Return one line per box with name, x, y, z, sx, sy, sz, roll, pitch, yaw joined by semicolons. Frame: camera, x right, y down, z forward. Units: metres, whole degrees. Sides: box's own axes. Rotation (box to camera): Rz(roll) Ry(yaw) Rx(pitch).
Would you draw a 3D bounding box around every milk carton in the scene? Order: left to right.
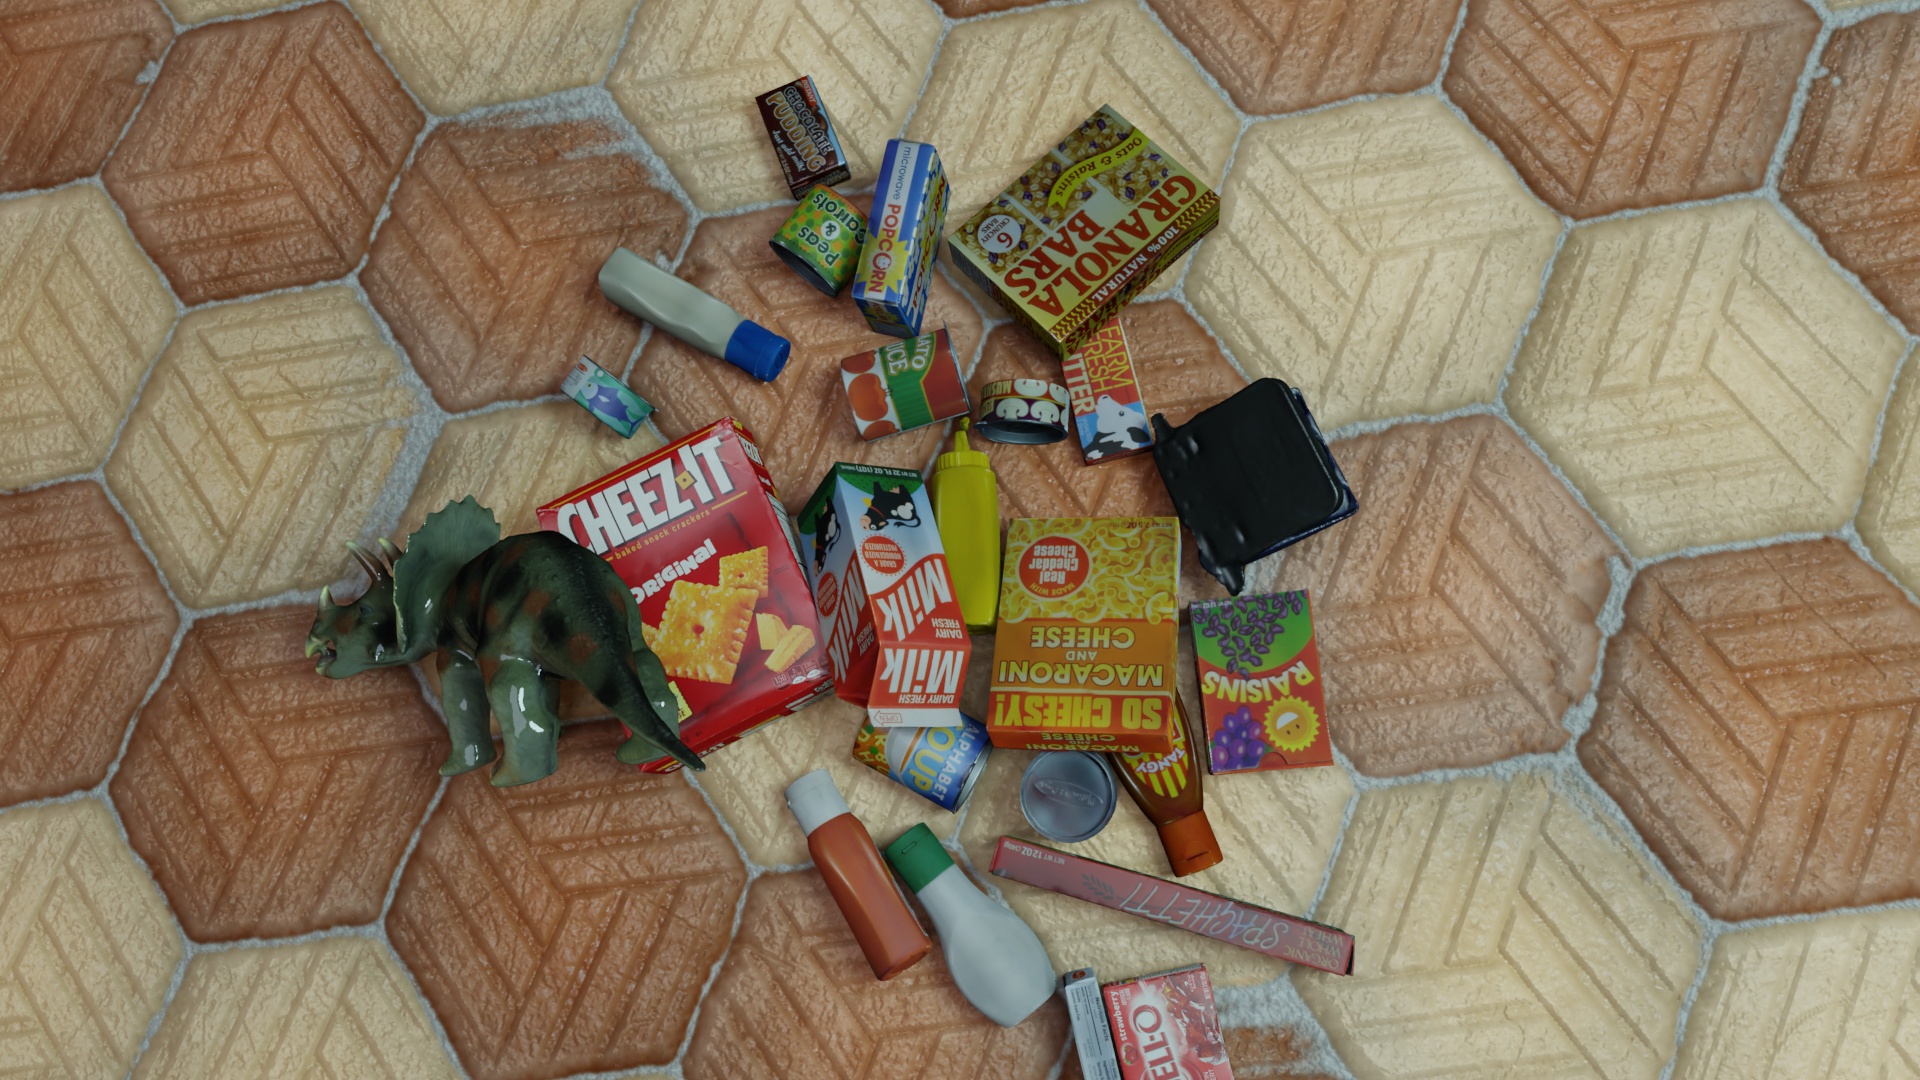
milk carton;-0.051;0.044;0.958;0.072;0.073;0.191;4;53;-32

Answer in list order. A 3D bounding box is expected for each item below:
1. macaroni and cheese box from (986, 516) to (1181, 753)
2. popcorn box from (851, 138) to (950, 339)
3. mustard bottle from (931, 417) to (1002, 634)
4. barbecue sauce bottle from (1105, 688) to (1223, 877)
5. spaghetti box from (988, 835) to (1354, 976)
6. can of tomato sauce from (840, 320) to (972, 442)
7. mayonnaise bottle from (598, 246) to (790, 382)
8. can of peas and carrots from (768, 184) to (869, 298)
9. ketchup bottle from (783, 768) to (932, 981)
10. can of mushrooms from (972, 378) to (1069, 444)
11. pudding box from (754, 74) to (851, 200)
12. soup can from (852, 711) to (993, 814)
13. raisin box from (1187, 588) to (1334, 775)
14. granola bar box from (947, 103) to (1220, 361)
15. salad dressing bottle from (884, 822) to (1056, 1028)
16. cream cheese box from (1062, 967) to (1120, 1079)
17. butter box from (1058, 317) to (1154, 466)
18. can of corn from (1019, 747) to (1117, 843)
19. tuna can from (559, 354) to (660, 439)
macaroni and cheese box;0.089;0.064;0.965;0.124;0.040;0.167;0;59;14
popcorn box;-0.043;-0.224;1.041;0.038;0.085;0.127;11;82;9
mustard bottle;0.004;-0.013;1.012;0.049;0.065;0.160;-4;75;5
barbecue sauce bottle;0.140;0.159;0.975;0.065;0.043;0.148;-20;79;-3
spaghetti box;0.144;0.249;0.955;0.250;0.050;0.029;14;81;8
can of tomato sauce;-0.041;-0.117;1.030;0.083;0.071;0.071;-17;79;3
mayonnaise bottle;-0.202;-0.170;1.062;0.148;0.064;0.041;28;80;6
can of peas and carrots;-0.102;-0.228;1.055;0.071;0.071;0.059;37;85;11
ketchup bottle;-0.075;0.233;0.977;0.044;0.064;0.149;-26;69;-20
can of mushrooms;0.045;-0.094;1.018;0.071;0.071;0.033;3;80;6
pudding box;-0.124;-0.317;1.094;0.050;0.030;0.084;-21;79;1
soup can;-0.025;0.144;0.980;0.084;0.071;0.071;27;84;10
raisin box;0.211;0.101;0.981;0.086;0.040;0.123;-6;80;4
granola bar box;0.092;-0.231;1.039;0.166;0.039;0.124;-42;72;-9
salad dressing bottle;0.005;0.266;0.970;0.064;0.044;0.148;-37;77;-5
cream cheese box;0.092;0.347;0.941;0.024;0.053;0.104;-14;79;2
butter box;0.106;-0.111;1.037;0.053;0.024;0.103;-14;79;3
can of corn;0.077;0.174;0.971;0.071;0.058;0.071;-1;80;6
tuna can;-0.266;-0.107;1.054;0.071;0.071;0.033;36;87;11
